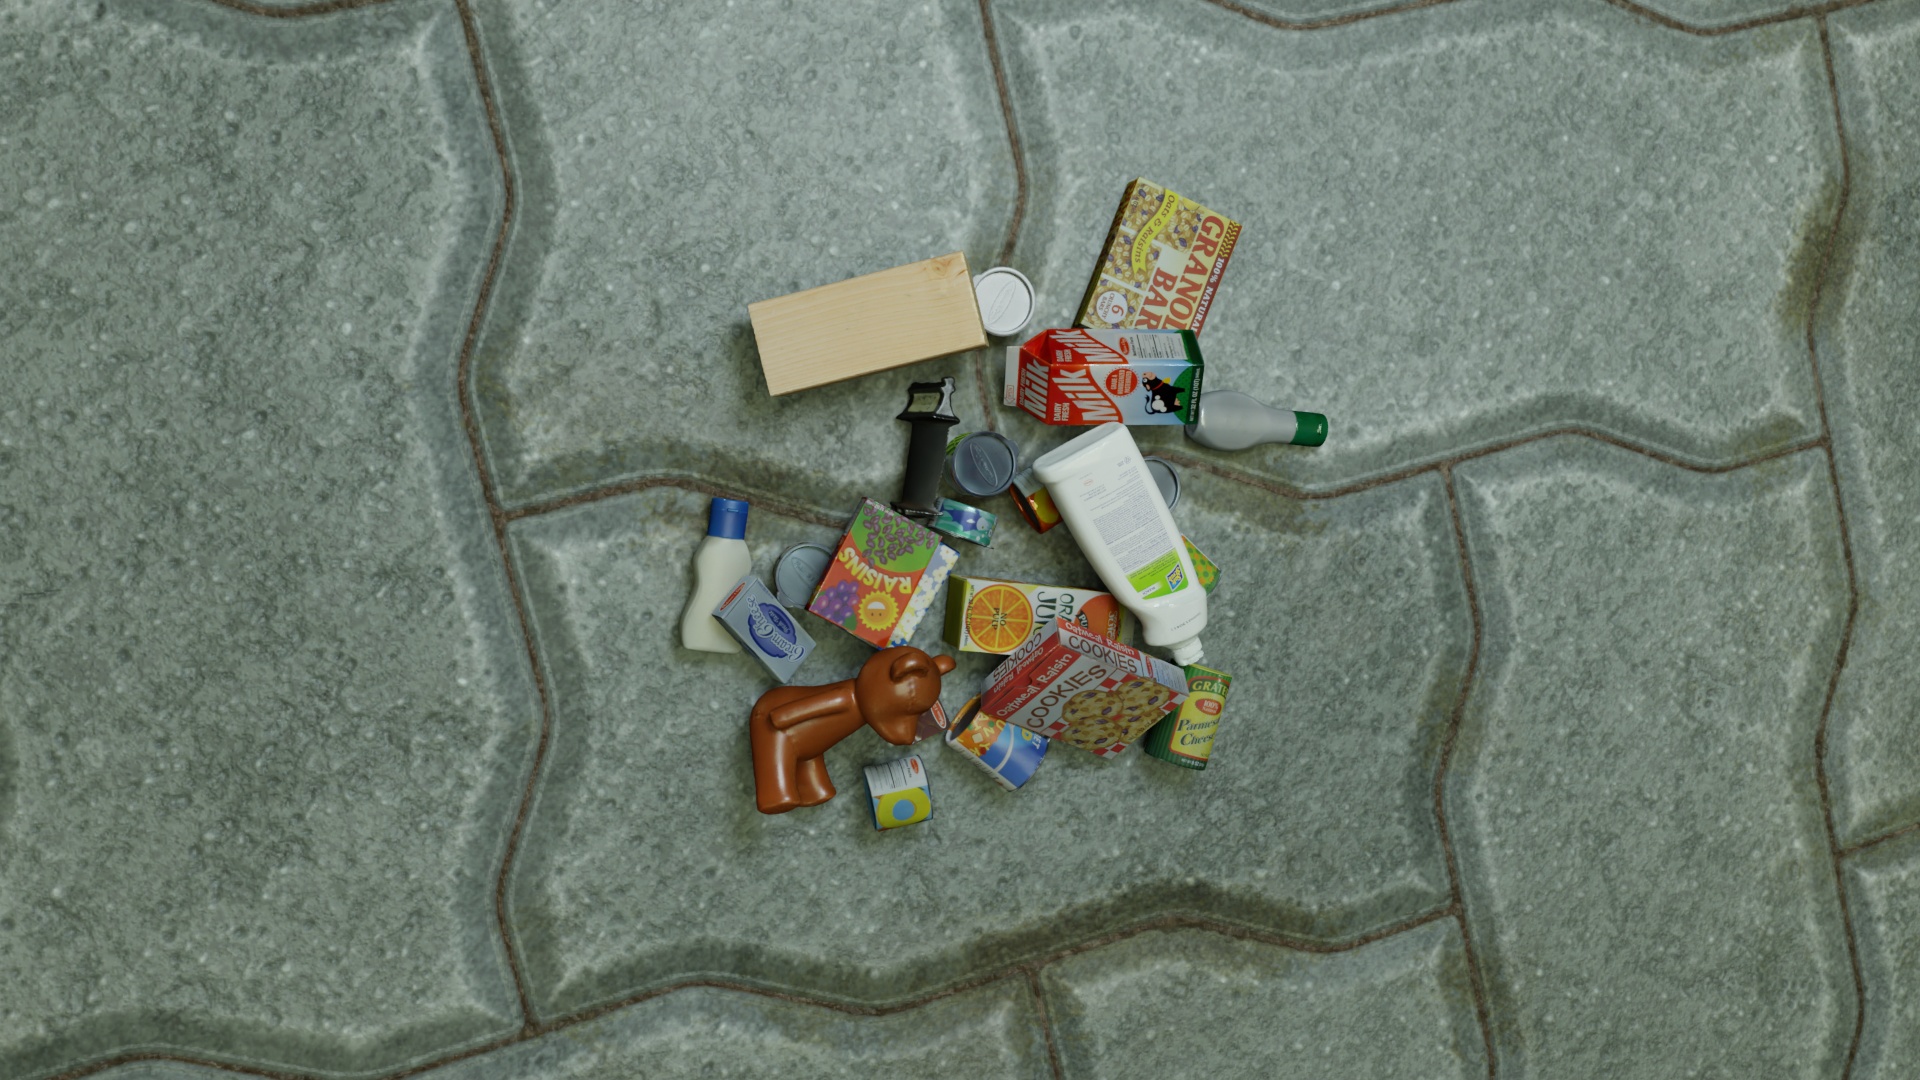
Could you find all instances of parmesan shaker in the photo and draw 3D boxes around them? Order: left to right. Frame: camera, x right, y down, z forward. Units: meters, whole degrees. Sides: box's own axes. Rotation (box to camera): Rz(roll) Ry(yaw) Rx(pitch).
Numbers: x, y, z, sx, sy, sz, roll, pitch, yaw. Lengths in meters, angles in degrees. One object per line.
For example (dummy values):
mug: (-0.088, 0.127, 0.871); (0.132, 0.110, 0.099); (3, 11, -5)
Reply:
parmesan shaker: (0.239, 0.181, 1.446); (0.071, 0.071, 0.103); (16, 89, -13)

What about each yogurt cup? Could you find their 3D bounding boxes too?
yogurt cup: (0.036, -0.236, 1.388); (0.072, 0.054, 0.072); (-1, 93, -12)

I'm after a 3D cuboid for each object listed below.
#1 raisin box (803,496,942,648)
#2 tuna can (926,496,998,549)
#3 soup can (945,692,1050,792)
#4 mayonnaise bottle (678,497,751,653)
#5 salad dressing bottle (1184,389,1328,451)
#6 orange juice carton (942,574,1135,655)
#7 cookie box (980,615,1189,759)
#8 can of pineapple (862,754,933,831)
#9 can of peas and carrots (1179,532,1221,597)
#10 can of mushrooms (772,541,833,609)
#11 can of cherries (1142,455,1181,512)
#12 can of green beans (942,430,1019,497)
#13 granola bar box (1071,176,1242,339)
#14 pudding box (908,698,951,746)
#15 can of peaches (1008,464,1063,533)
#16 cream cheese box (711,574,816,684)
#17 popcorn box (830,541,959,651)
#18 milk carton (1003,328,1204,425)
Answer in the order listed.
raisin box: (-0.085, 0.031, 1.341); (0.086, 0.040, 0.123); (28, 85, -12)
tuna can: (0.005, -0.017, 1.384); (0.071, 0.071, 0.033); (20, 88, -13)
soup can: (0.038, 0.200, 1.401); (0.083, 0.071, 0.071); (39, 84, -11)
mayonnaise bottle: (-0.233, 0.033, 1.348); (0.065, 0.041, 0.148); (8, 90, -21)
salad dressing bottle: (0.312, -0.122, 1.460); (0.148, 0.044, 0.064); (5, 90, -14)
orange juice carton: (0.086, 0.080, 1.403); (0.193, 0.073, 0.071); (6, 91, -13)
cookie box: (0.122, 0.149, 1.376); (0.167, 0.040, 0.122); (24, 129, -28)
can of pineapple: (-0.062, 0.253, 1.382); (0.058, 0.071, 0.071); (-11, 95, -11)
can of peas and carrots: (0.225, 0.036, 1.434); (0.058, 0.071, 0.071); (42, 84, -10)
can of mushrooms: (-0.153, 0.036, 1.369); (0.071, 0.033, 0.071); (-1, 93, -13)
can of cherries: (0.183, -0.053, 1.427); (0.071, 0.058, 0.071); (-1, 94, -13)
can of green beans: (0.018, -0.076, 1.389); (0.071, 0.058, 0.071); (-1, 93, -12)
granola bar box: (0.203, -0.272, 1.431); (0.124, 0.039, 0.165); (22, 88, -13)
pudding box: (-0.049, 0.159, 1.399); (0.050, 0.030, 0.083); (-25, 98, -11)
can of peaches: (0.089, -0.046, 1.403); (0.058, 0.071, 0.071); (-32, 99, -9)
cream cheese box: (-0.188, 0.086, 1.344); (0.053, 0.024, 0.103); (-52, 125, -22)
popcorn box: (-0.069, 0.044, 1.385); (0.085, 0.038, 0.127); (31, 86, -12)
milk carton: (0.140, -0.163, 1.383); (0.191, 0.074, 0.072); (0, 128, -2)
